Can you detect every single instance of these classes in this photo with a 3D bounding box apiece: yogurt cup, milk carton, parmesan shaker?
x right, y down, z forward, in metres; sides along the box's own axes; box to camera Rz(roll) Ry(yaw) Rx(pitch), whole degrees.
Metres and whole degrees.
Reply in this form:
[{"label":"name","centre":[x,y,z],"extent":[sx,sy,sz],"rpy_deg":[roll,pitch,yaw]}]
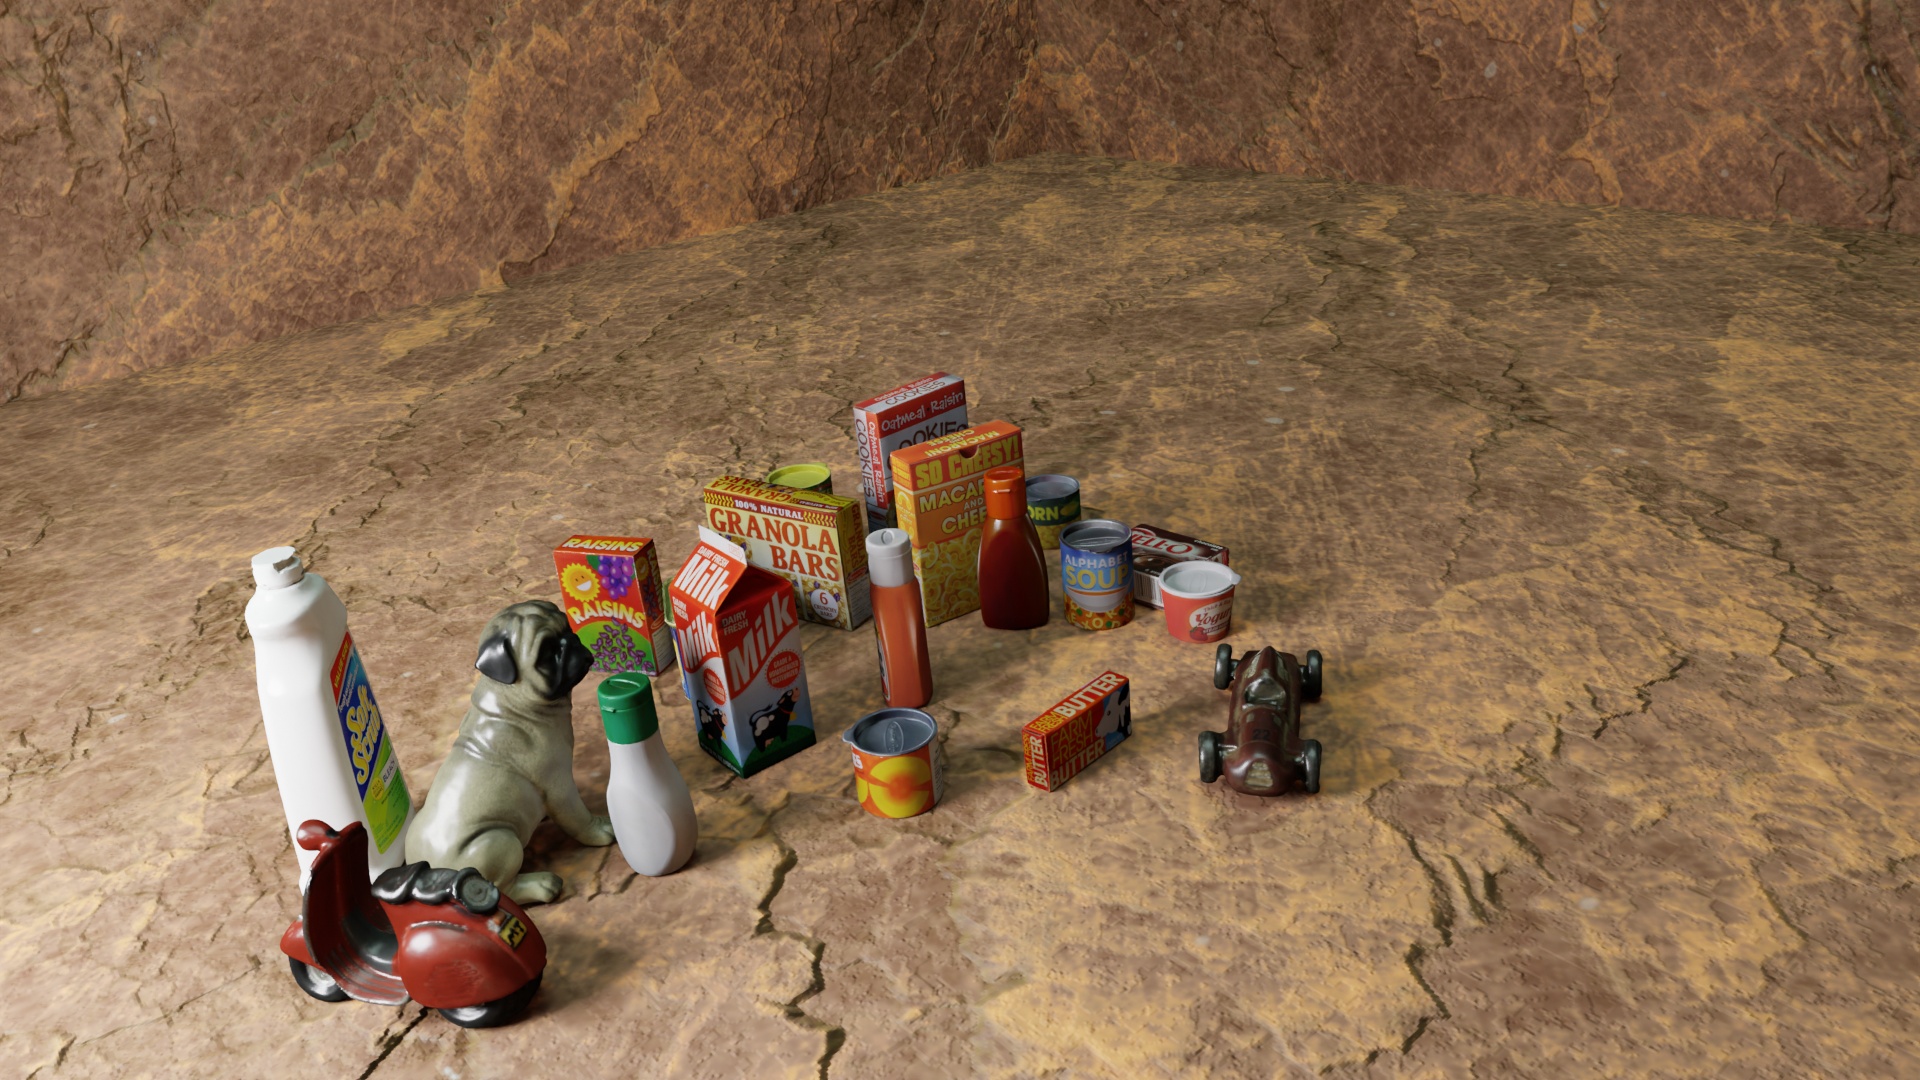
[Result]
[{"label":"yogurt cup","centre":[0.211,0.056,1.233],"extent":[0.072,0.053,0.073],"rpy_deg":[-5,24,2]},{"label":"milk carton","centre":[-0.174,0.082,1.095],"extent":[0.074,0.189,0.072],"rpy_deg":[-23,30,-34]},{"label":"parmesan shaker","centre":[-0.157,-0.020,1.418],"extent":[0.071,0.102,0.071],"rpy_deg":[-5,24,2]}]

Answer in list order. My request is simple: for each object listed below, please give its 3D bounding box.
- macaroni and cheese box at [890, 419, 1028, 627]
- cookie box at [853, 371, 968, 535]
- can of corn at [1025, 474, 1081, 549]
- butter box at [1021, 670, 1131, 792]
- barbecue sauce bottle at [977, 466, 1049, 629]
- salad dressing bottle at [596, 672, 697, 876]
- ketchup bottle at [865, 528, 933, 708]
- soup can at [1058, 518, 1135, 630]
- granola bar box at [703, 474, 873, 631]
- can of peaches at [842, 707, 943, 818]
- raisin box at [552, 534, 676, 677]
[{"label":"macaroni and cheese box","centre":[0.005,-0.016,1.299],"extent":[0.124,0.165,0.040],"rpy_deg":[-19,27,-27]},{"label":"cookie box","centre":[-0.045,-0.077,1.441],"extent":[0.123,0.166,0.040],"rpy_deg":[-26,31,-38]},{"label":"can of corn","centre":[0.091,-0.029,1.437],"extent":[0.071,0.058,0.071],"rpy_deg":[-5,24,2]},{"label":"butter box","centre":[0.091,0.145,1.065],"extent":[0.024,0.053,0.104],"rpy_deg":[18,34,42]},{"label":"barbecue sauce bottle","centre":[0.045,0.007,1.260],"extent":[0.065,0.148,0.044],"rpy_deg":[-3,24,6]},{"label":"salad dressing bottle","centre":[-0.223,0.164,0.978],"extent":[0.064,0.147,0.044],"rpy_deg":[8,27,27]},{"label":"ketchup bottle","centre":[-0.052,0.064,1.159],"extent":[0.043,0.148,0.065],"rpy_deg":[-7,24,-3]},{"label":"soup can","centre":[0.125,0.032,1.266],"extent":[0.071,0.083,0.071],"rpy_deg":[-5,24,2]},{"label":"granola bar box","centre":[-0.166,0.010,1.329],"extent":[0.165,0.123,0.039],"rpy_deg":[11,29,32]},{"label":"can of peaches","centre":[-0.050,0.167,1.043],"extent":[0.071,0.057,0.071],"rpy_deg":[-5,24,2]},{"label":"raisin box","centre":[-0.312,0.058,1.258],"extent":[0.086,0.122,0.040],"rpy_deg":[3,26,19]}]
